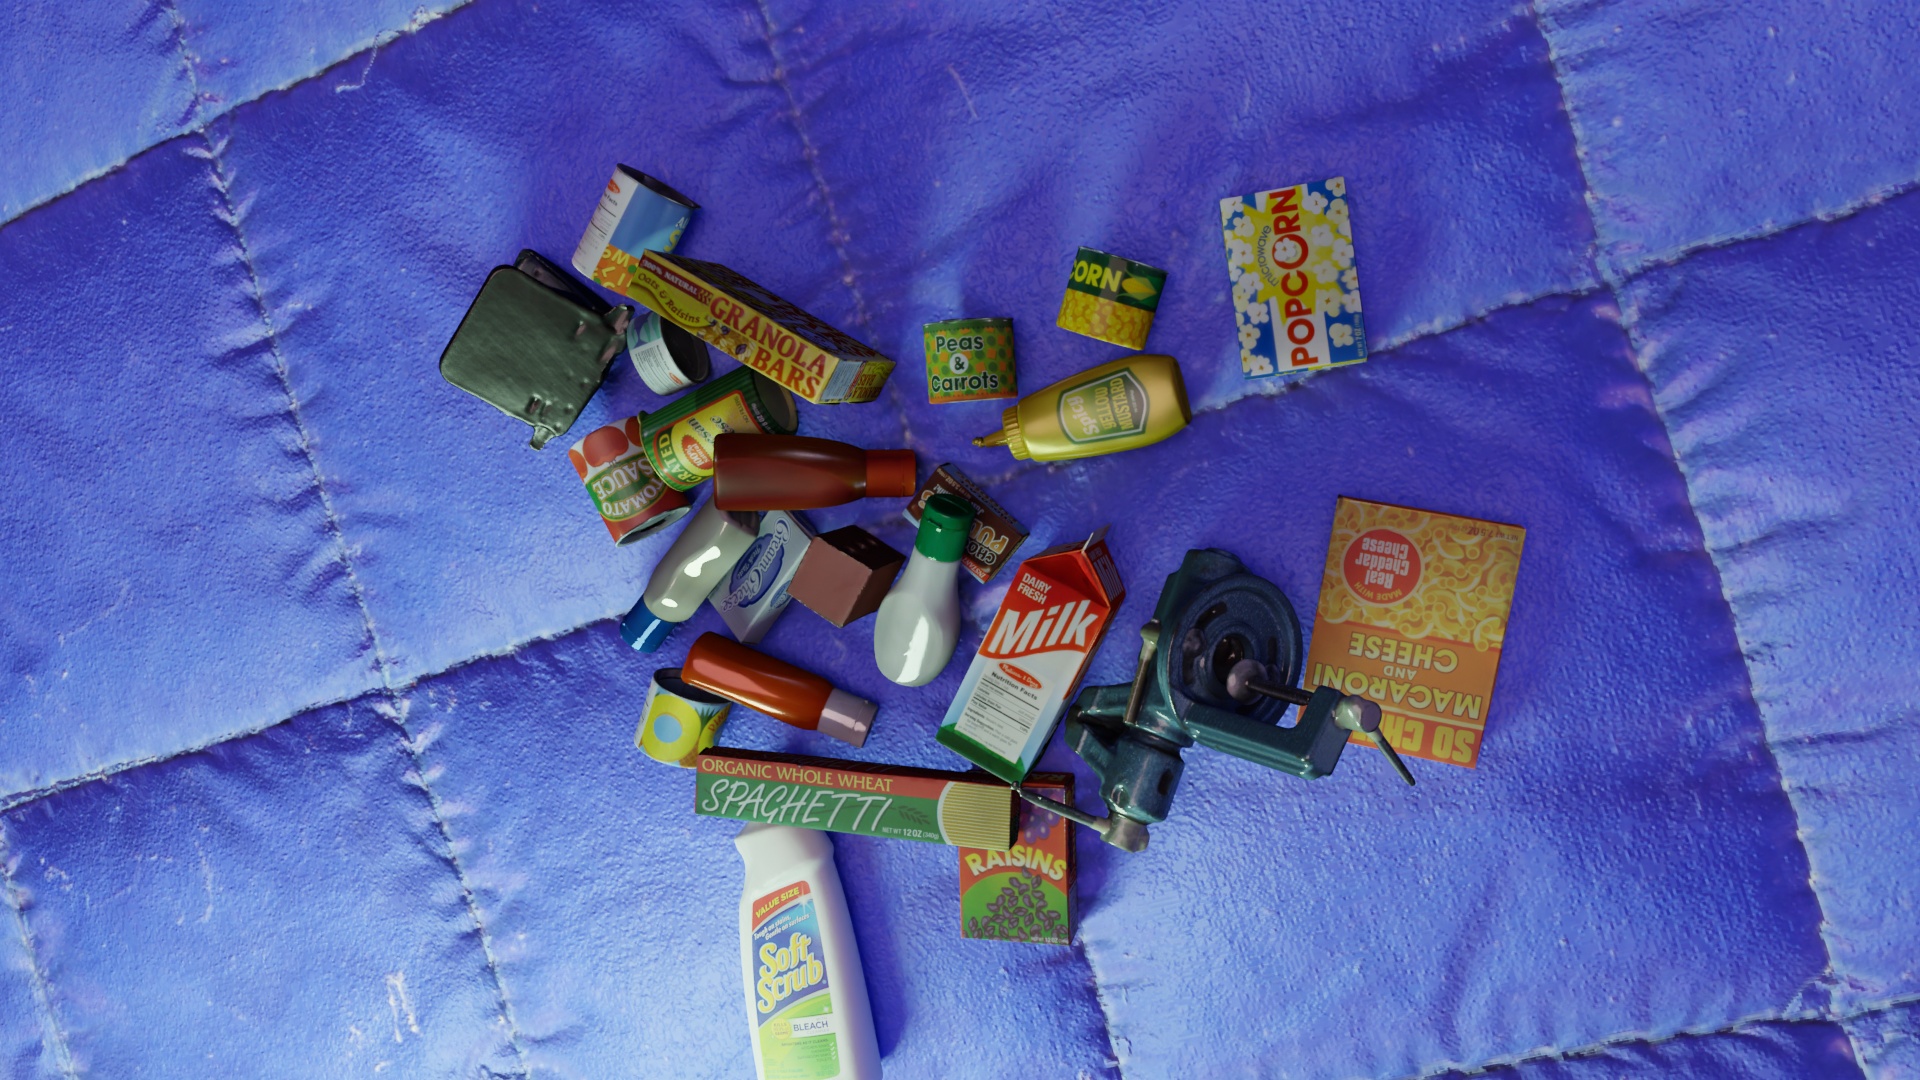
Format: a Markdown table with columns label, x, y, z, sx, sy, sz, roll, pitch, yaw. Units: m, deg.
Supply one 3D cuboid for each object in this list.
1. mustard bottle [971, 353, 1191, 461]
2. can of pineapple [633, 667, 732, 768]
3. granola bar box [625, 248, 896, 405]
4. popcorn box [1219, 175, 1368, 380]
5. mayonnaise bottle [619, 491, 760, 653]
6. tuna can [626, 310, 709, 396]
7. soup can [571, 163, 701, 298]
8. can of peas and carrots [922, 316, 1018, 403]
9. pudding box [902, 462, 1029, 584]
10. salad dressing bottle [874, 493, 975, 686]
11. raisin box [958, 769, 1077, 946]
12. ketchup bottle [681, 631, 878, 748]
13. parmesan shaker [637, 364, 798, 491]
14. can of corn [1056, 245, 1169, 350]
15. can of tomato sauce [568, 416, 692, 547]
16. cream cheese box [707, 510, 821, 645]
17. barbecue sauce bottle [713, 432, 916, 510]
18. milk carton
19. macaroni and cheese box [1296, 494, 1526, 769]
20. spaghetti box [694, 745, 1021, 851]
| label | x | y | z | sx | sy | sz | roll | pitch | yaw |
| --- | --- | --- | --- | --- | --- | --- | --- | --- | --- |
| mustard bottle | 0.083 | -0.087 | 1.000 | 0.160 | 0.049 | 0.065 | -15 | 90 | 16 |
| can of pineapple | -0.216 | 0.140 | 1.096 | 0.071 | 0.071 | 0.057 | 22 | 101 | 12 |
| granola bar box | -0.143 | -0.154 | 1.017 | 0.166 | 0.124 | 0.039 | 30 | 103 | 11 |
| popcorn box | 0.229 | -0.179 | 0.956 | 0.085 | 0.038 | 0.126 | -7 | 93 | 17 |
| mayonnaise bottle | -0.213 | 0.026 | 1.088 | 0.041 | 0.065 | 0.147 | 29 | 114 | -28 |
| tuna can | -0.225 | -0.148 | 1.072 | 0.033 | 0.071 | 0.071 | -19 | 90 | 18 |
| soup can | -0.249 | -0.236 | 1.071 | 0.071 | 0.071 | 0.083 | 33 | 104 | 10 |
| can of peas and carrots | 0.007 | -0.130 | 1.005 | 0.071 | 0.071 | 0.058 | -3 | 95 | 16 |
| pudding box | 0.004 | -0.013 | 1.039 | 0.084 | 0.030 | 0.049 | 41 | 106 | 8 |
| salad dressing bottle | -0.024 | 0.037 | 1.022 | 0.064 | 0.044 | 0.147 | 29 | 121 | 22 |
| raisin box | 0.043 | 0.237 | 1.047 | 0.086 | 0.040 | 0.123 | 0 | 95 | 16 |
| ketchup bottle | -0.138 | 0.116 | 1.076 | 0.149 | 0.065 | 0.043 | 21 | 93 | 4 |
| parmesan shaker | -0.185 | -0.090 | 1.063 | 0.103 | 0.071 | 0.071 | -25 | 89 | 17 |
| can of corn | 0.104 | -0.170 | 0.975 | 0.071 | 0.071 | 0.058 | 19 | 101 | 13 |
| can of tomato sauce | -0.259 | -0.047 | 1.088 | 0.071 | 0.071 | 0.083 | -30 | 87 | 16 |
| cream cheese box | -0.150 | 0.025 | 1.079 | 0.053 | 0.024 | 0.103 | 46 | 106 | 31 |
| barbecue sauce bottle | -0.108 | -0.050 | 1.033 | 0.149 | 0.064 | 0.044 | 0 | 52 | -8 |
| milk carton | 0.061 | 0.074 | 1.010 | 0.073 | 0.072 | 0.190 | 28 | 103 | 11 |
| macaroni and cheese box | 0.307 | 0.061 | 0.956 | 0.124 | 0.040 | 0.166 | 11 | 98 | 15 |
| spaghetti box | -0.080 | 0.191 | 1.037 | 0.250 | 0.029 | 0.050 | 4 | 95 | 14 |
